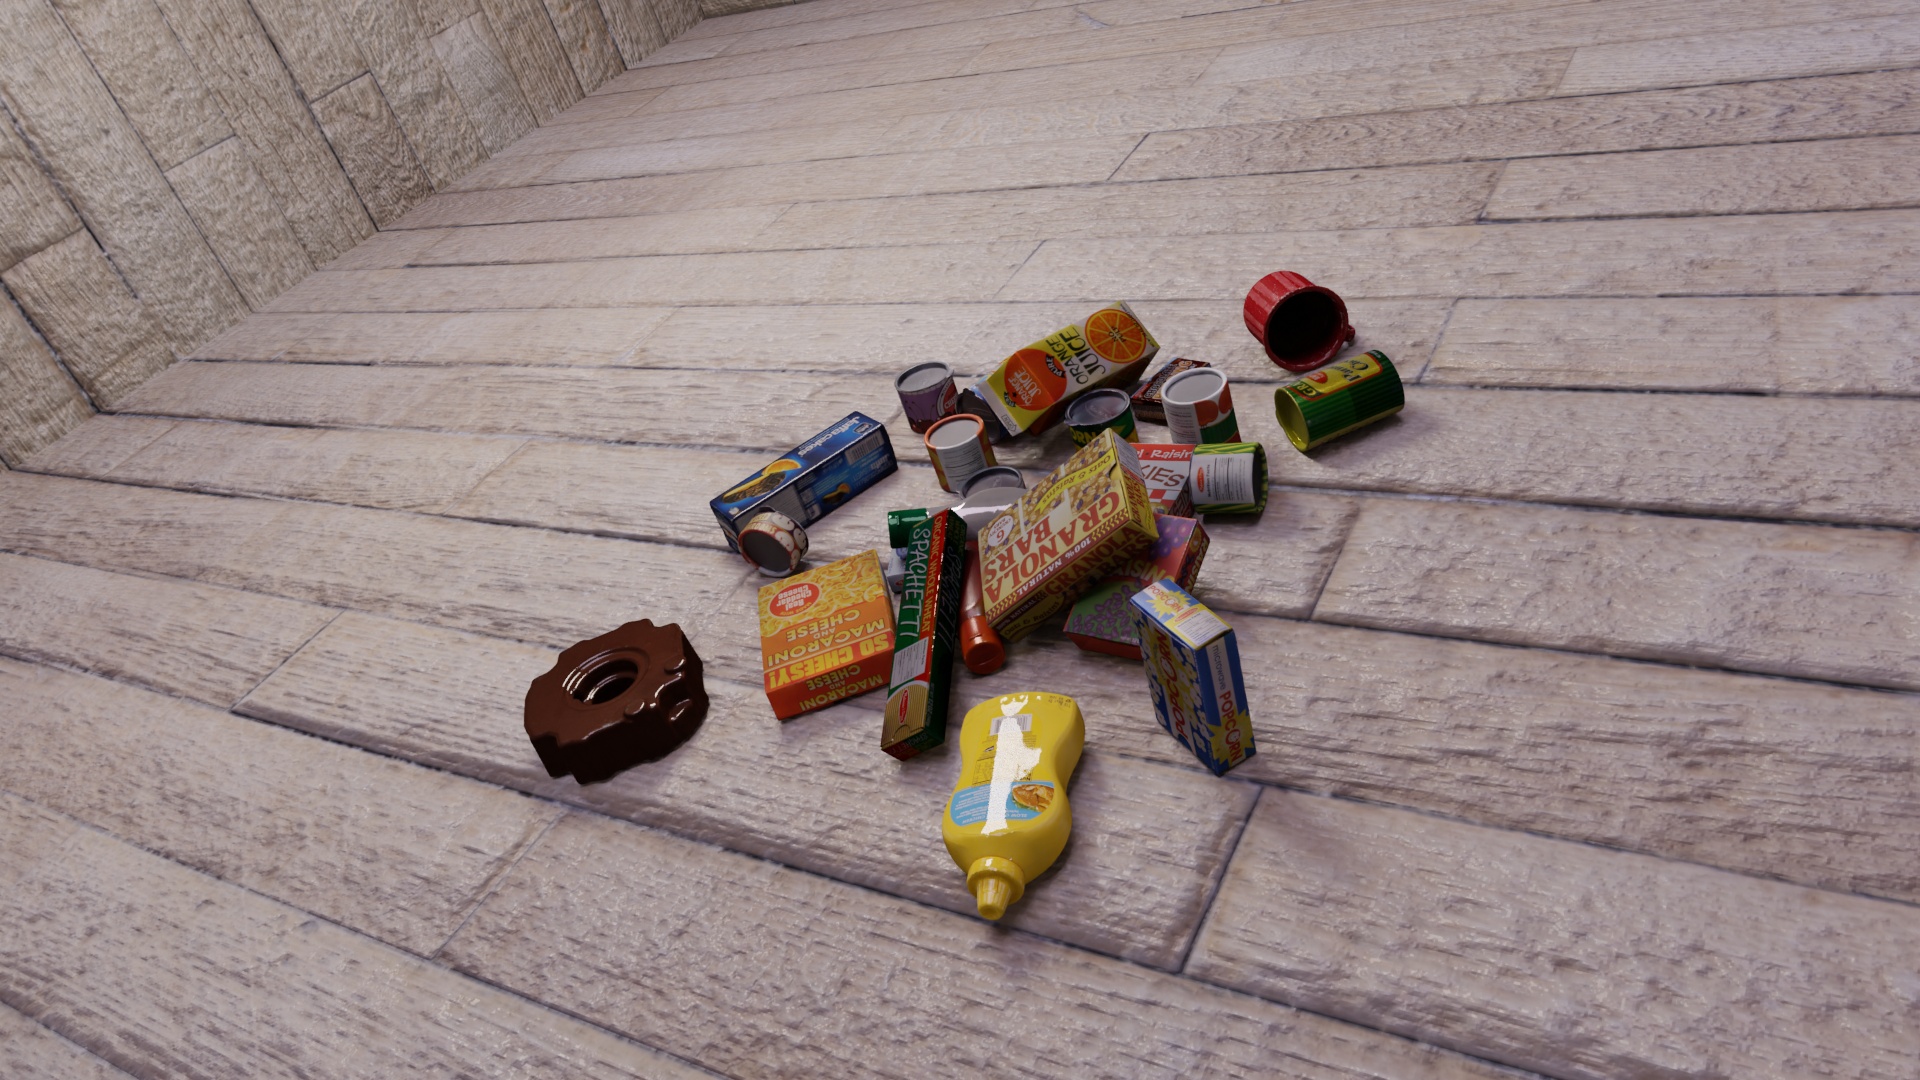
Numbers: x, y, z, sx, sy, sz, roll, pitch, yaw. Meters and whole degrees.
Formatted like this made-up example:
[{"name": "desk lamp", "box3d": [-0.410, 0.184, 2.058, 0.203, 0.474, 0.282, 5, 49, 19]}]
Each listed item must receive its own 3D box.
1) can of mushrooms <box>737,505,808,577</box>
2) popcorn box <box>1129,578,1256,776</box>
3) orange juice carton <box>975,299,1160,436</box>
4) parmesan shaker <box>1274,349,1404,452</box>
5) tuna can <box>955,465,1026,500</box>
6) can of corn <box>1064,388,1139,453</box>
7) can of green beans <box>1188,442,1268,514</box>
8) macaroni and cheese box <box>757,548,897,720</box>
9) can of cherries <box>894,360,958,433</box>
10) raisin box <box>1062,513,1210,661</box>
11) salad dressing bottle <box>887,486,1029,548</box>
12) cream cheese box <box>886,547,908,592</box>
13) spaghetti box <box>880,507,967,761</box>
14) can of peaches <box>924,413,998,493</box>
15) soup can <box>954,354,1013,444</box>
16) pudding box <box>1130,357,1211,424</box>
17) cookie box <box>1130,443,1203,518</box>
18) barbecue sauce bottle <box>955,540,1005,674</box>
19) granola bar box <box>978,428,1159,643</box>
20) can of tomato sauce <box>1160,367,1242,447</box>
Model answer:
[{"name": "can of mushrooms", "box3d": [-0.192, 0.002, 1.415, 0.071, 0.070, 0.034, 2, 41, 29]}, {"name": "popcorn box", "box3d": [0.174, 0.101, 1.038, 0.038, 0.126, 0.085, -27, 34, -16]}, {"name": "orange juice carton", "box3d": [0.109, -0.175, 1.465, 0.193, 0.072, 0.072, -29, 75, -26]}, {"name": "parmesan shaker", "box3d": [0.361, -0.135, 1.331, 0.103, 0.071, 0.071, -23, 34, -5]}, {"name": "tuna can", "box3d": [0.032, -0.043, 1.398, 0.071, 0.032, 0.071, -13, 34, 9]}, {"name": "can of corn", "box3d": [0.144, -0.112, 1.414, 0.071, 0.058, 0.071, -13, 34, 10]}, {"name": "can of green beans", "box3d": [0.247, -0.057, 1.278, 0.058, 0.071, 0.071, -1, 38, 26]}, {"name": "macaroni and cheese box", "box3d": [-0.121, 0.085, 1.289, 0.124, 0.040, 0.167, -19, 33, 1]}, {"name": "can of cherries", "box3d": [-0.033, -0.163, 1.578, 0.071, 0.058, 0.072, -14, 33, 9]}, {"name": "raisin box", "box3d": [0.150, 0.037, 1.178, 0.086, 0.040, 0.124, 9, 65, 36]}, {"name": "salad dressing bottle", "box3d": [0.005, -0.017, 1.332, 0.148, 0.043, 0.064, -5, 63, -2]}, {"name": "cream cheese box", "box3d": [-0.039, 0.008, 1.370, 0.053, 0.024, 0.104, -10, 35, 12]}, {"name": "spaghetti box", "box3d": [-0.029, 0.076, 1.211, 0.050, 0.028, 0.251, -28, 38, 32]}, {"name": "can of peaches", "box3d": [0.000, -0.093, 1.462, 0.071, 0.057, 0.071, -14, 35, 10]}, {"name": "soup can", "box3d": [0.045, -0.157, 1.517, 0.071, 0.071, 0.084, 18, 49, 43]}, {"name": "pudding box", "box3d": [0.224, -0.158, 1.464, 0.050, 0.030, 0.084, 16, 48, 43]}, {"name": "cookie box", "box3d": [0.151, -0.028, 1.310, 0.123, 0.040, 0.168, 4, 42, 31]}, {"name": "barbecue sauce bottle", "box3d": [0.010, 0.060, 1.253, 0.065, 0.043, 0.149, -23, 34, 6]}, {"name": "granola bar box", "box3d": [0.088, -0.004, 1.204, 0.165, 0.039, 0.125, -39, 34, 26]}, {"name": "can of tomato sauce", "box3d": [0.236, -0.118, 1.354, 0.071, 0.082, 0.071, -14, 34, 10]}]
